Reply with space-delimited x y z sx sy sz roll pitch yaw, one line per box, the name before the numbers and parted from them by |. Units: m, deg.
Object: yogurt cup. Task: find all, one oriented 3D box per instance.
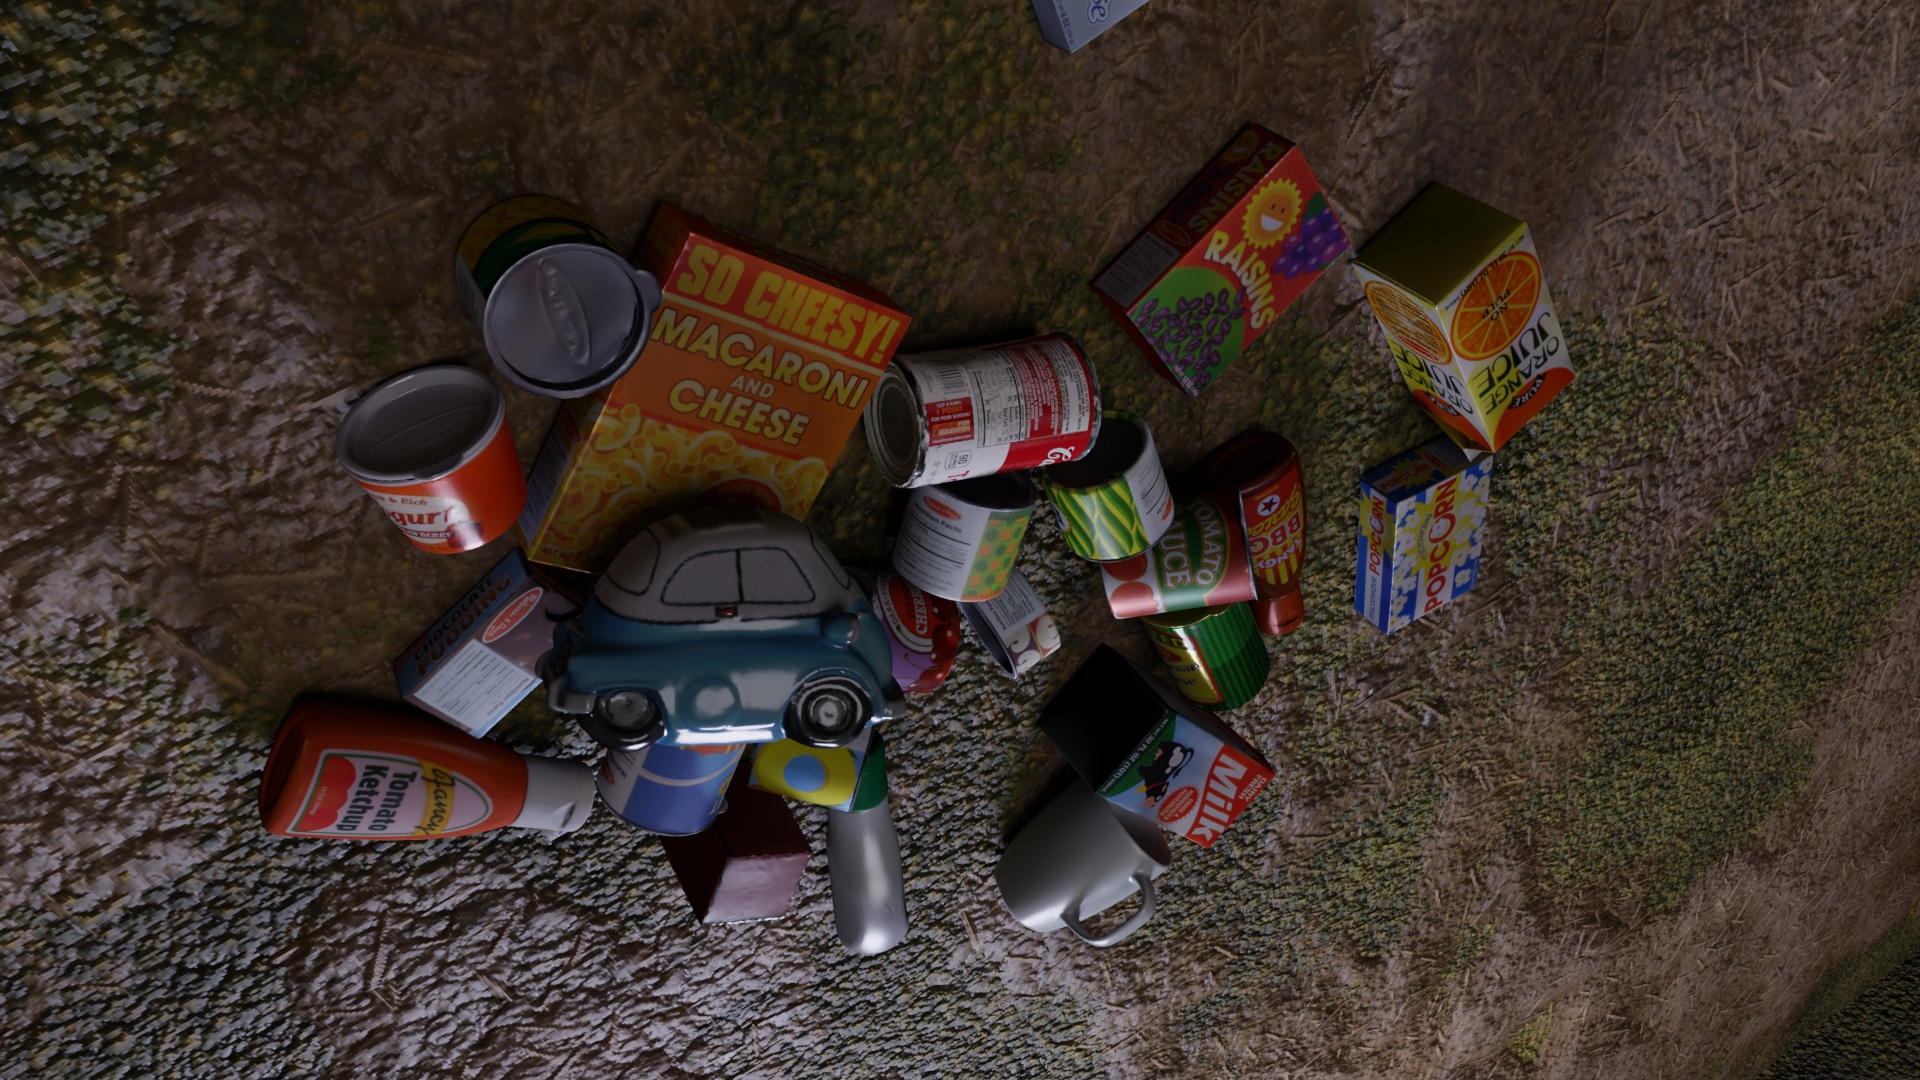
yogurt cup | -0.215 -0.032 0.578 0.072 0.072 0.053 -26 140 -15

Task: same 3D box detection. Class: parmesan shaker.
parmesan shaker | 0.155 0.057 0.882 0.071 0.071 0.102 -37 134 -5

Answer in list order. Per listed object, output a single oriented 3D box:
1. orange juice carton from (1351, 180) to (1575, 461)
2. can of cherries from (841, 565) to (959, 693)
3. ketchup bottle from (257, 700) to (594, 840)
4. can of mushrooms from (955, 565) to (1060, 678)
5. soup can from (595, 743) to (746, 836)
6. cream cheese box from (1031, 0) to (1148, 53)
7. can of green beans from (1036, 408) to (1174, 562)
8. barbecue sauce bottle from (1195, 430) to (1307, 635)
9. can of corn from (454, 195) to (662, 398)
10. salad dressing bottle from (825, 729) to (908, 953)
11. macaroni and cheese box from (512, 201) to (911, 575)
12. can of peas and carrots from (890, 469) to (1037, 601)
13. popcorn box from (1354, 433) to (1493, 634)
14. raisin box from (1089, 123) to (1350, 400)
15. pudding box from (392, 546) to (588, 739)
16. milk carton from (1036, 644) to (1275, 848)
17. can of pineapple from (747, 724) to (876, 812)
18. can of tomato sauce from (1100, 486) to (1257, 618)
orange juice carton | 0.318 -0.123 0.860 0.072 0.073 0.192 -44 135 1
can of cherries | -0.041 0.048 0.746 0.058 0.072 0.071 8 116 -37
ketchup bottle | -0.253 0.117 0.673 0.149 0.044 0.064 16 112 -41
can of mushrooms | 0.026 0.043 0.791 0.033 0.071 0.070 -34 134 -9
soup can | -0.141 0.099 0.718 0.071 0.071 0.083 9 116 -38
cream cheese box | 0.047 -0.273 0.605 0.053 0.024 0.103 -37 134 -7
can of green beans | 0.081 -0.031 0.773 0.071 0.071 0.057 -34 133 -8
barbecue sauce bottle | 0.193 0.001 0.886 0.065 0.044 0.148 -29 134 -6
can of corn | -0.164 -0.101 0.564 0.071 0.058 0.070 -17 129 -23
salad dressing bottle | -0.059 0.181 0.839 0.044 0.064 0.147 -13 120 -18
macaroni and cheese box | -0.115 -0.057 0.641 0.124 0.040 0.166 15 113 -40
can of peas and carrots | 0.003 -0.009 0.738 0.071 0.071 0.058 -1 122 -33
popcorn box | 0.322 -0.004 0.973 0.085 0.038 0.126 -25 132 -16
raisin box | 0.141 -0.149 0.748 0.123 0.040 0.086 -45 134 4
pudding box | -0.218 0.050 0.657 0.084 0.030 0.049 -43 133 0
milk carton | 0.144 0.147 0.939 0.072 0.074 0.190 -51 134 8
can of pineapple | -0.080 0.110 0.755 0.058 0.071 0.070 15 117 -4
can of tomato sauce | 0.126 0.008 0.808 0.083 0.071 0.071 -9 134 13
